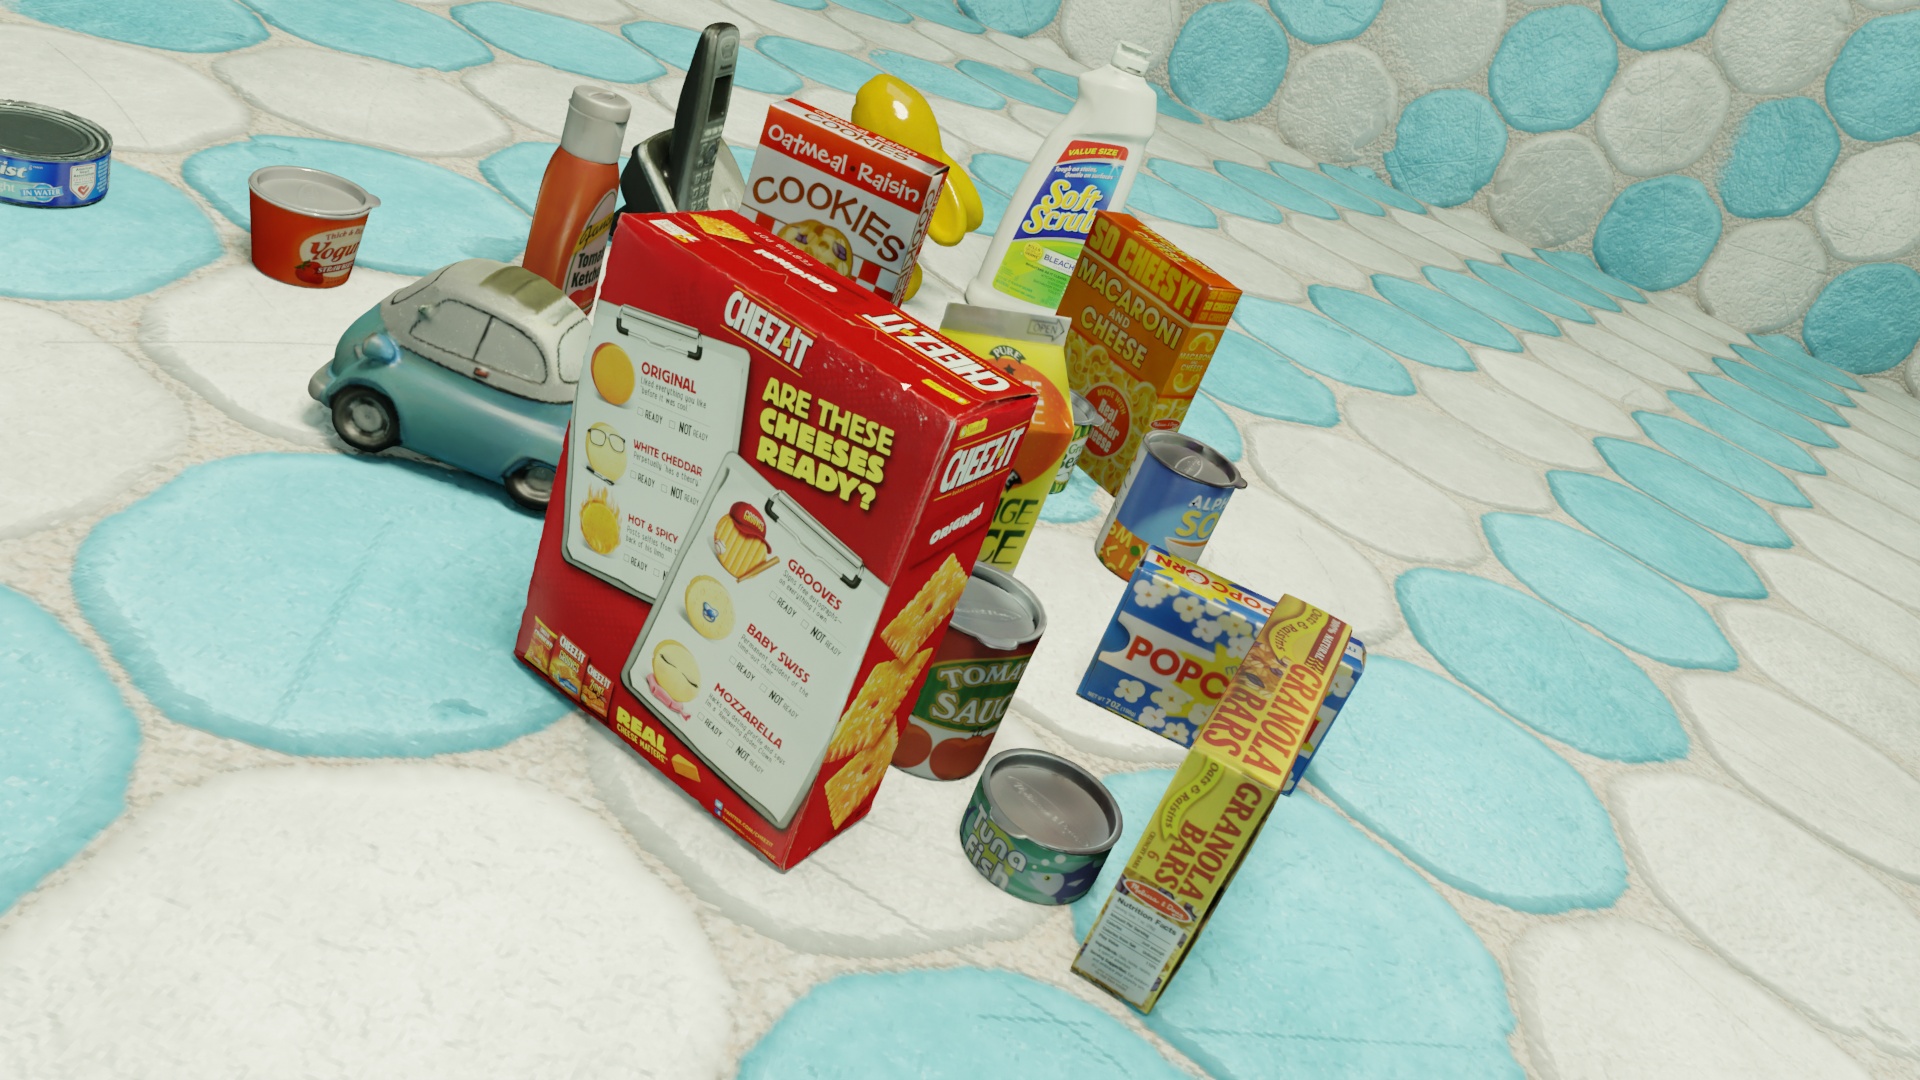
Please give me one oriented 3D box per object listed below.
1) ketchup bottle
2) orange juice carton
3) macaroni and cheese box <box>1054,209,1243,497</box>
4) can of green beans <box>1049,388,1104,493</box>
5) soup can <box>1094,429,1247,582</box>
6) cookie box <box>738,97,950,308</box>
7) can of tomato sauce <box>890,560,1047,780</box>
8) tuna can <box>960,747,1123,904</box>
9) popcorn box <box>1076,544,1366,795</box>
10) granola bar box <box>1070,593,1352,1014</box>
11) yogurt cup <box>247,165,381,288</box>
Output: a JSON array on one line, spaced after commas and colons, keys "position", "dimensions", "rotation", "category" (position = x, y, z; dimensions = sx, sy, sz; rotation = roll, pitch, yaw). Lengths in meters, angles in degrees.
[{"position": [-0.247, -0.215, 0.892], "dimensions": [0.043, 0.148, 0.065], "rotation": [25, 27, 4], "category": "ketchup bottle"}, {"position": [-0.008, -0.028, 0.682], "dimensions": [0.072, 0.191, 0.073], "rotation": [4, 32, -32], "category": "orange juice carton"}, {"position": [0.116, -0.134, 0.994], "dimensions": [0.040, 0.165, 0.124], "rotation": [-3, 36, -40], "category": "macaroni and cheese box"}, {"position": [0.053, -0.073, 0.956], "dimensions": [0.071, 0.057, 0.071], "rotation": [17, 27, -9], "category": "can of green beans"}, {"position": [0.133, -0.017, 0.886], "dimensions": [0.071, 0.083, 0.072], "rotation": [17, 27, -9], "category": "soup can"}, {"position": [-0.094, -0.204, 0.964], "dimensions": [0.123, 0.166, 0.040], "rotation": [25, 27, 6], "category": "cookie box"}, {"position": [-0.004, 0.061, 0.646], "dimensions": [0.071, 0.082, 0.071], "rotation": [17, 27, -9], "category": "can of tomato sauce"}, {"position": [0.034, 0.126, 0.611], "dimensions": [0.071, 0.032, 0.071], "rotation": [17, 28, -9], "category": "tuna can"}, {"position": [0.137, 0.068, 0.734], "dimensions": [0.127, 0.084, 0.038], "rotation": [25, 27, 6], "category": "popcorn box"}, {"position": [0.114, 0.107, 0.603], "dimensions": [0.039, 0.123, 0.166], "rotation": [29, 28, 13], "category": "granola bar box"}, {"position": [-0.395, -0.188, 0.839], "dimensions": [0.072, 0.053, 0.073], "rotation": [17, 27, -9], "category": "yogurt cup"}]
